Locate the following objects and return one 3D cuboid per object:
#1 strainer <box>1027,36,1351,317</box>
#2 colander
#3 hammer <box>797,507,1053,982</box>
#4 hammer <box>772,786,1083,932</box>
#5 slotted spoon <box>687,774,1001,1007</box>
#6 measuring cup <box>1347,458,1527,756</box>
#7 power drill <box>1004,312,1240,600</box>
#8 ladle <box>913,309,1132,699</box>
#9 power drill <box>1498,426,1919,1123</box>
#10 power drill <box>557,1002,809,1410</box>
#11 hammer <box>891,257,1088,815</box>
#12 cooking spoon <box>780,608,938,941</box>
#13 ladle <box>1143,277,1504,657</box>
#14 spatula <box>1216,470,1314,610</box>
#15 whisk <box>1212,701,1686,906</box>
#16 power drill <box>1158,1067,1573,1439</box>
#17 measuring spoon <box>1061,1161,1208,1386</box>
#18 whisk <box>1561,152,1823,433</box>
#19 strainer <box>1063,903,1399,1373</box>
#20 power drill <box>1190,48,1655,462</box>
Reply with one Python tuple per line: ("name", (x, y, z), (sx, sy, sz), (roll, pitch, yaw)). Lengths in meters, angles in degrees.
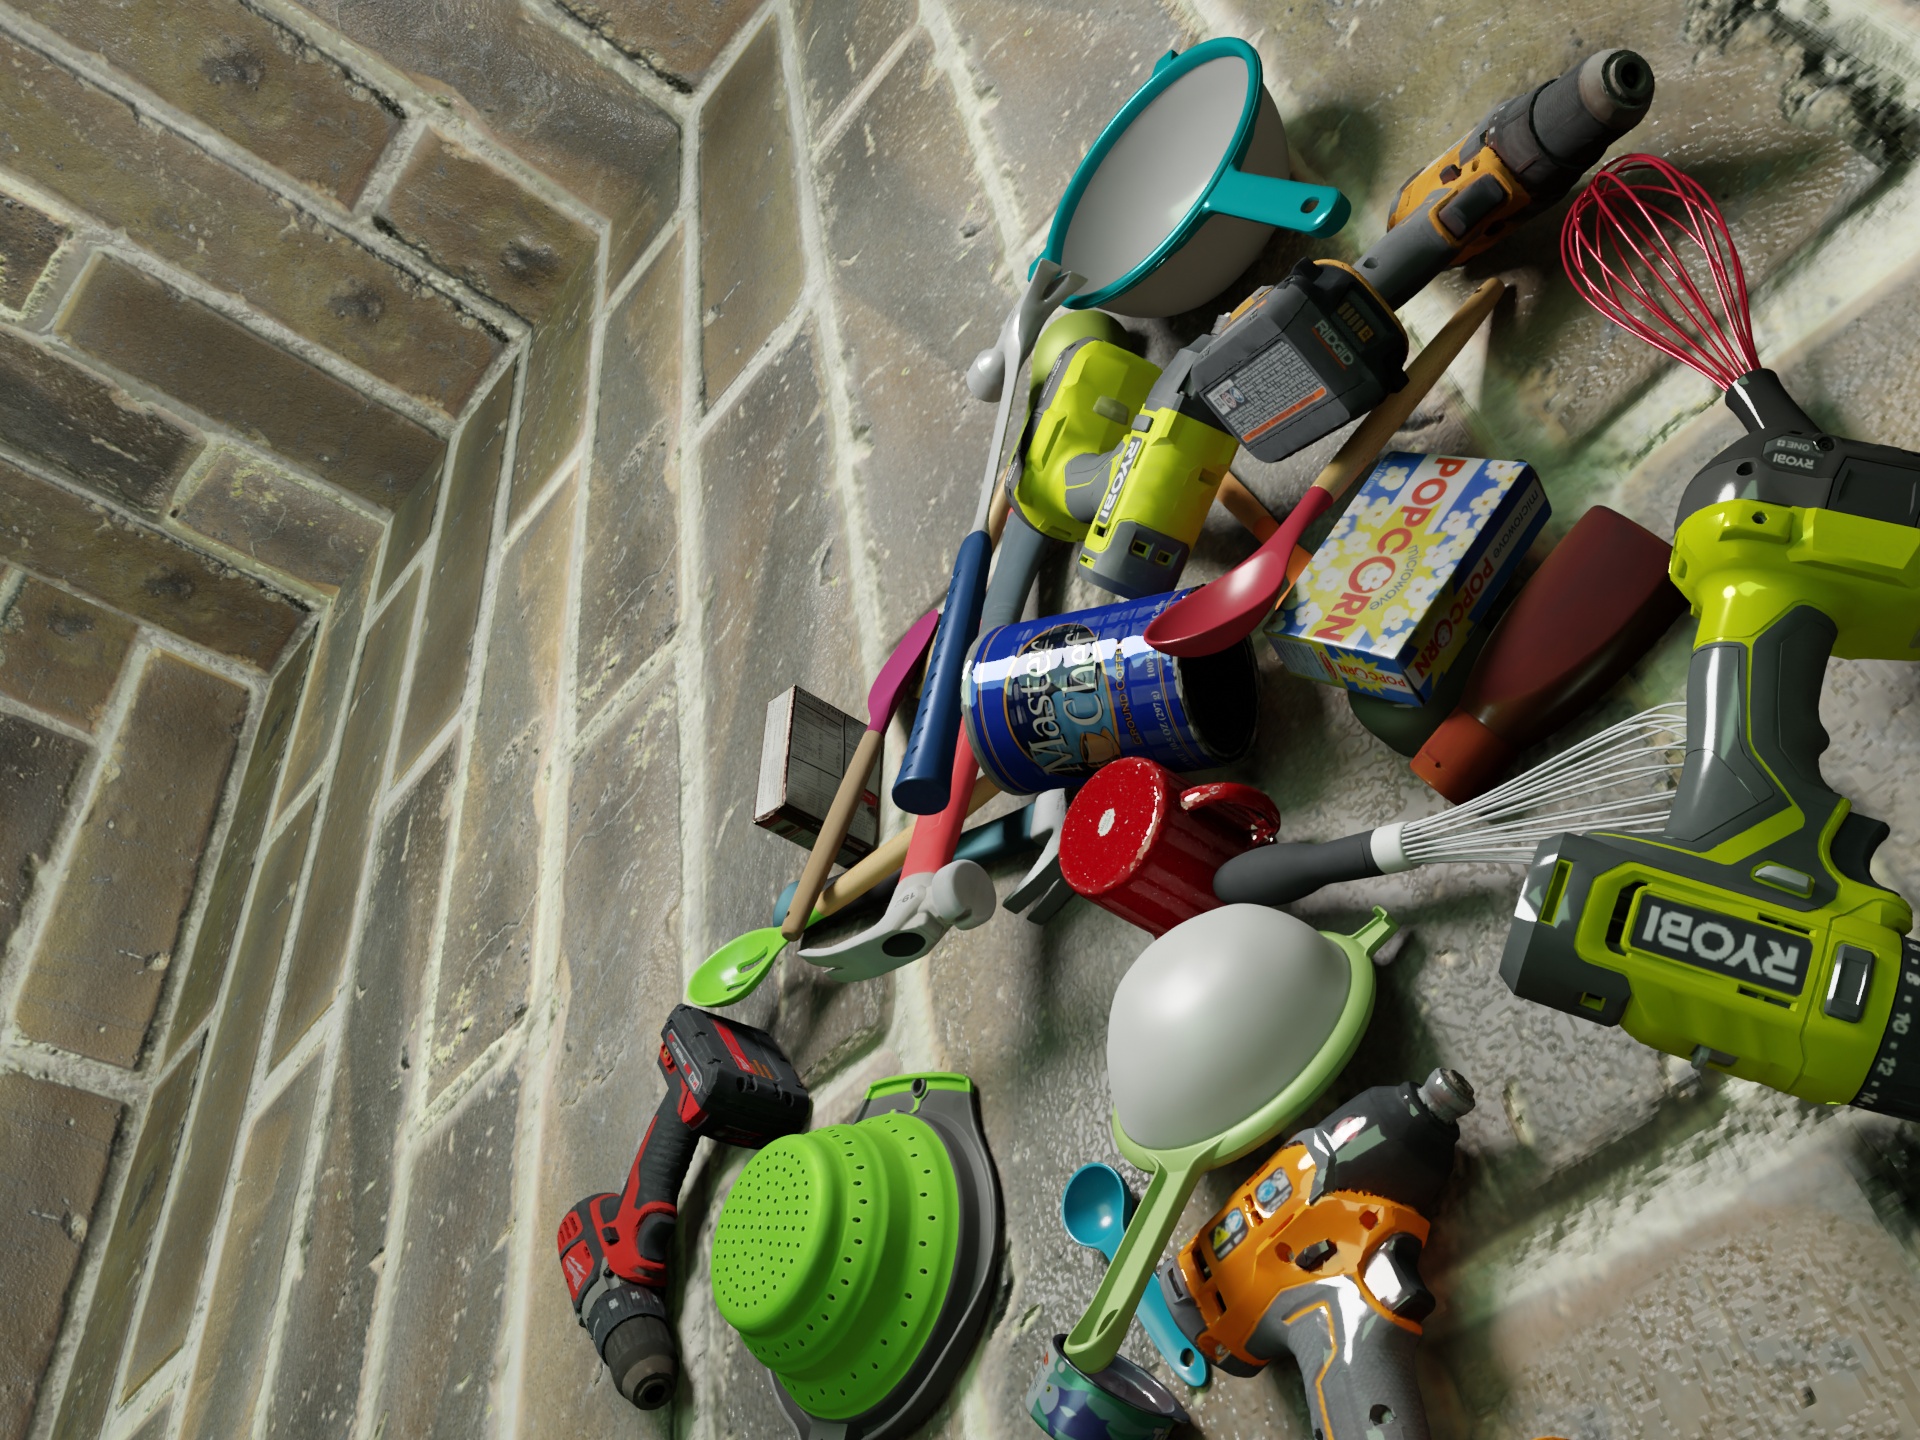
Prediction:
("strainer", (0.182, -0.337, 1.065), (0.211, 0.095, 0.341), (-57, 30, 9))
("colander", (-0.094, 0.377, 0.885), (0.204, 0.094, 0.397), (-19, 50, 48))
("hammer", (-0.002, -0.003, 1.042), (0.143, 0.038, 0.387), (-30, 31, 39))
("hammer", (-0.022, 0.096, 1.072), (0.331, 0.033, 0.128), (-24, 45, 45))
("slotted spoon", (-0.077, 0.115, 1.076), (0.313, 0.031, 0.070), (-38, 22, 29))
("measuring cup", (0.247, -0.064, 0.805), (0.083, 0.038, 0.167), (11, 76, 58))
("power drill", (0.108, -0.173, 1.000), (0.171, 0.080, 0.223), (-67, 17, 9))
("ladle", (0.041, -0.159, 1.193), (0.078, 0.062, 0.320), (25, 93, 61))
("power drill", (0.315, 0.023, 0.556), (0.191, 0.080, 0.228), (17, 72, 22))
("power drill", (-0.195, 0.332, 1.091), (0.226, 0.080, 0.188), (-61, 31, 5))
("hammer", (0.014, -0.125, 1.016), (0.144, 0.035, 0.406), (130, 157, -54))
("cooking spoon", (-0.070, 0.031, 1.146), (0.068, 0.017, 0.319), (-34, 25, 43))
("ladle", (0.205, -0.137, 0.847), (0.315, 0.031, 0.069), (-48, 25, -20))
("spatula", (0.172, -0.134, 0.970), (0.081, 0.041, 0.323), (-38, 34, 8))
("whisk", (0.224, 0.050, 0.713), (0.284, 0.070, 0.070), (-20, 49, 46))
("power drill", (0.175, 0.250, 0.616), (0.164, 0.084, 0.227), (-50, 28, 16))
("measuring spoon", (0.091, 0.273, 0.784), (0.042, 0.021, 0.129), (-51, 41, 13))
("whisk", (0.350, -0.163, 0.724), (0.073, 0.073, 0.296), (-40, 43, 31))
("strainer", (0.091, 0.166, 0.715), (0.151, 0.069, 0.256), (-29, 16, 44))
("power drill", (0.243, -0.246, 0.829), (0.226, 0.084, 0.185), (-43, 6, -15))
